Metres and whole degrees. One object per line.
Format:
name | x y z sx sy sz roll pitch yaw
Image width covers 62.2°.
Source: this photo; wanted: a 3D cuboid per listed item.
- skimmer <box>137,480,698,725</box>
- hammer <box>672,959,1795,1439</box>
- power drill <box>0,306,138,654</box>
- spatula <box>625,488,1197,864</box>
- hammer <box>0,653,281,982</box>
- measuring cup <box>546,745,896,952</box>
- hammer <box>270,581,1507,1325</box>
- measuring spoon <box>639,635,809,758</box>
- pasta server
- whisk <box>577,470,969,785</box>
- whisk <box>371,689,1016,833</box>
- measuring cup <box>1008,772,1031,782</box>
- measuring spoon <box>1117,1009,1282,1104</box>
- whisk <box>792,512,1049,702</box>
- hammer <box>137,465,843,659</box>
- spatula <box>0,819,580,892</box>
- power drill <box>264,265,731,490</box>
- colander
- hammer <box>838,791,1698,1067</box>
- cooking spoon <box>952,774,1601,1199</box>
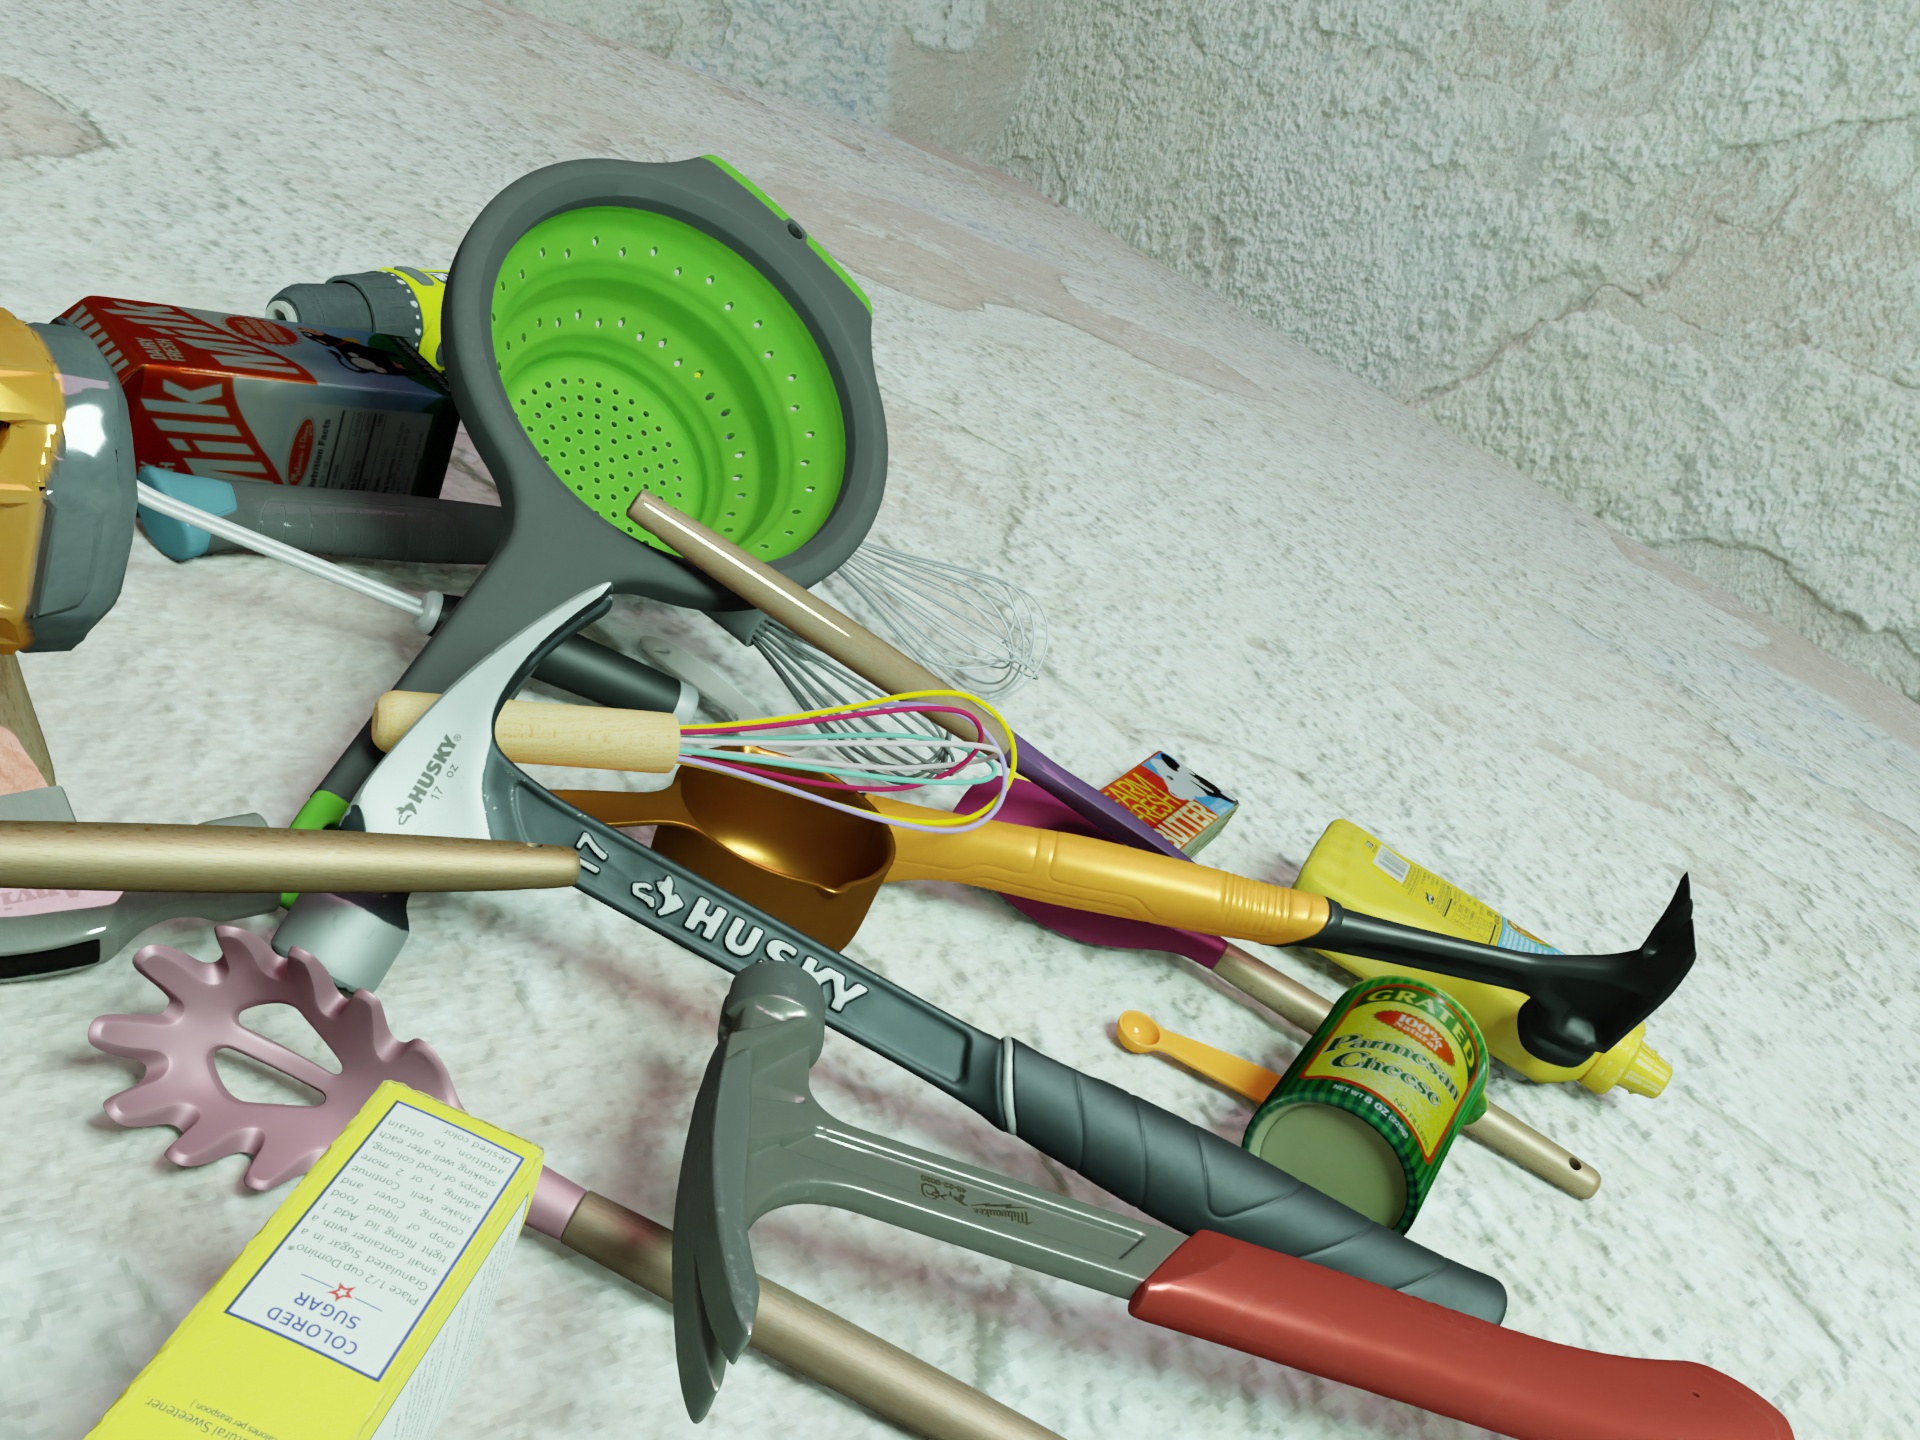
skimmer | -0.283 -0.043 0.635 0.363 0.090 0.127 23 20 -30
hammer | 0.093 0.174 0.454 0.359 0.036 0.149 22 21 -14
power drill | -0.258 0.027 0.269 0.185 0.226 0.084 -5 37 -48
spatula | -0.001 -0.002 0.662 0.315 0.018 0.060 34 -1 -18
hammer | -0.330 -0.065 0.501 0.130 0.031 0.332 -12 61 -36
measuring cup | -0.108 0.052 0.579 0.173 0.052 0.095 4 31 -36
hammer | 0.000 0.105 0.519 0.409 0.149 0.036 29 -14 -6
measuring spoon | -0.116 -0.008 0.744 0.034 0.018 0.124 -5 31 -45
pasta server | -0.081 0.146 0.427 0.316 0.060 0.040 28 -14 0
whisk | -0.094 -0.047 0.756 0.239 0.055 0.055 37 25 6
whisk | -0.085 0.006 0.578 0.244 0.047 0.051 5 32 -30
measuring cup | -0.001 0.040 0.727 0.156 0.029 0.062 10 28 -33
measuring spoon | 0.114 0.148 0.646 0.117 0.011 0.021 26 31 -6
whisk | -0.063 -0.092 0.921 0.285 0.070 0.070 33 25 30
hammer | -0.212 -0.088 0.767 0.330 0.033 0.128 0 49 -39
spatula | -0.254 0.044 0.402 0.317 0.044 0.082 4 7 -30
power drill | -0.259 -0.197 0.916 0.229 0.080 0.190 30 24 18
colander | -0.167 -0.072 0.649 0.204 0.094 0.397 40 50 -20
hammer | 0.116 0.074 0.648 0.337 0.127 0.034 11 56 1
cooking spoon | 0.136 0.116 0.697 0.319 0.017 0.069 32 49 6
